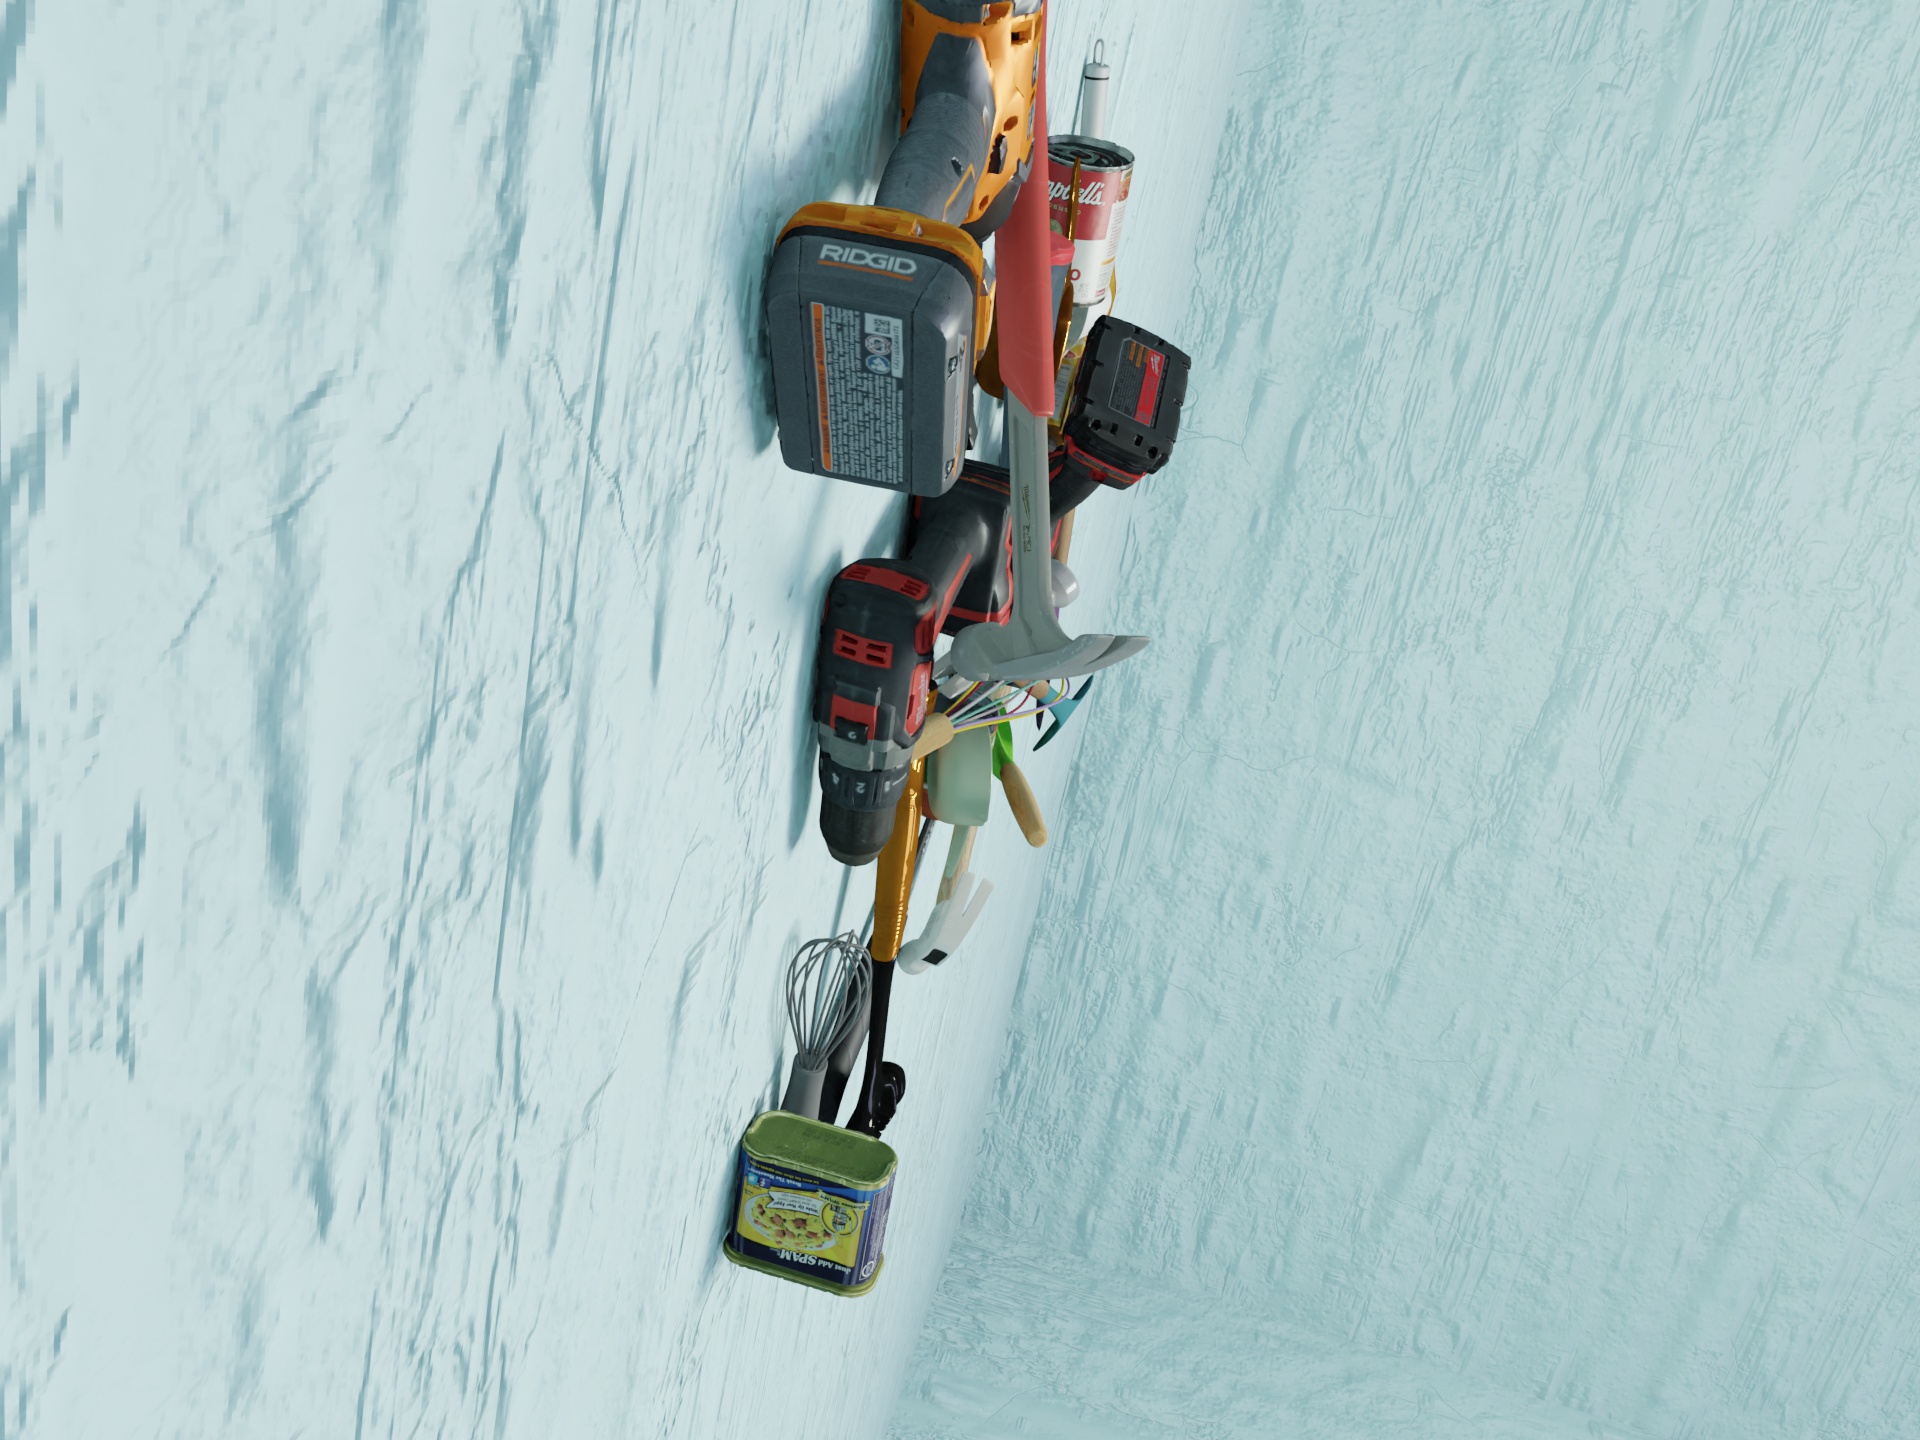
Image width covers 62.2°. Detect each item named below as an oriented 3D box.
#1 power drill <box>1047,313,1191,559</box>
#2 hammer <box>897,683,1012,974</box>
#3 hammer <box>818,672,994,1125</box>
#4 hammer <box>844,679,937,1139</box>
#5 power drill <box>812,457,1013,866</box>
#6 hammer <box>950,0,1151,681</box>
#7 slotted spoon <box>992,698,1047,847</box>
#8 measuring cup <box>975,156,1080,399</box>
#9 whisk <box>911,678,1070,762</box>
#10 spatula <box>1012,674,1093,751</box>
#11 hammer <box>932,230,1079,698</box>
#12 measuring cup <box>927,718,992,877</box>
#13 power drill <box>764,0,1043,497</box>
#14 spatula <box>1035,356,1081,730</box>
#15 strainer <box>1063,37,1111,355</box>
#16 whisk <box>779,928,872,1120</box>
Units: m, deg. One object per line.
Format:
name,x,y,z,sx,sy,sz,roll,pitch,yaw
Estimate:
power drill,0.087,-0.205,1.235,0.219,0.078,0.143,-45,-154,56
hammer,0.013,0.070,1.485,0.130,0.031,0.331,-42,-150,57
hammer,-0.048,0.140,1.279,0.149,0.036,0.409,97,12,-52
hammer,-0.051,0.134,1.104,0.127,0.034,0.337,-42,140,-74
power drill,-0.026,-0.039,0.939,0.227,0.080,0.187,-60,162,-54
hammer,0.036,-0.200,0.791,0.149,0.036,0.359,-7,-97,63
slotted spoon,0.039,0.043,1.189,0.314,0.031,0.070,-108,-172,-77
measuring cup,0.046,-0.293,1.062,0.095,0.052,0.173,-66,166,-50
whisk,-0.003,-0.005,1.062,0.245,0.051,0.047,-29,114,-49
spatula,0.043,-0.035,1.209,0.082,0.044,0.317,-51,153,2
hammer,0.031,-0.162,1.061,0.143,0.038,0.386,-40,156,-22
measuring cup,-0.010,0.065,1.154,0.167,0.038,0.083,106,-17,-49
power drill,-0.014,-0.209,0.686,0.164,0.084,0.227,93,10,-59
spatula,0.085,-0.148,1.351,0.060,0.018,0.316,-99,-164,-79
strainer,0.101,-0.403,1.263,0.087,0.050,0.258,-119,-153,-55
whisk,-0.098,0.226,1.038,0.055,0.055,0.238,-64,171,-54
